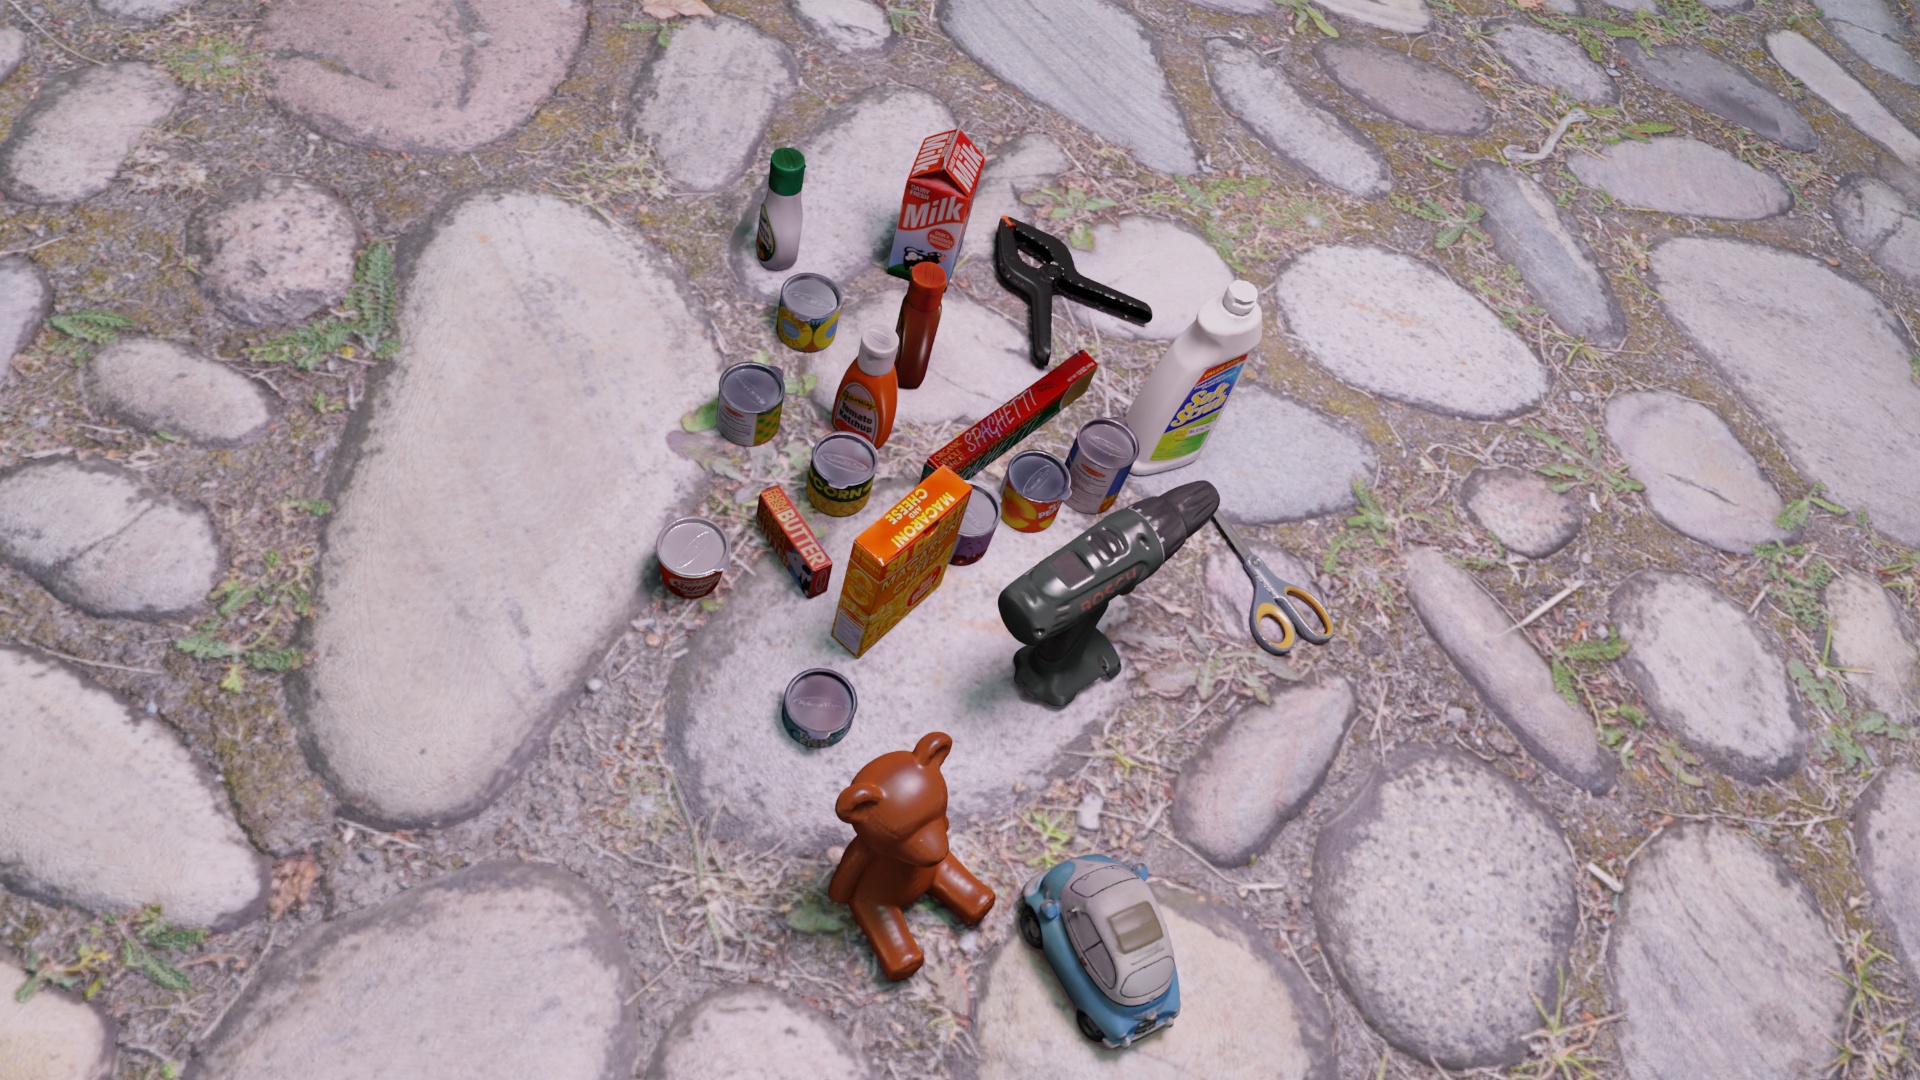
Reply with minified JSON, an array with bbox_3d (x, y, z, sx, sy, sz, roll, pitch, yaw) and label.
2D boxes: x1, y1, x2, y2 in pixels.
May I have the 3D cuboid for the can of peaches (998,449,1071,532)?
[{"bbox_3d":[0.075,-0.049,1.422,0.071,0.057,0.071,6,55,-9],"label":"can of peaches"}]

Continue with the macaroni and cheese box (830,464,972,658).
[{"bbox_3d":[-0.055,0.022,1.277,0.040,0.165,0.124,40,57,14],"label":"macaroni and cheese box"}]

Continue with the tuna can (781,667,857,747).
[{"bbox_3d":[-0.128,0.153,1.251,0.071,0.032,0.071,6,55,-9],"label":"tuna can"}]

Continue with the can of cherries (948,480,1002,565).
[{"bbox_3d":[0.005,-0.017,1.383,0.071,0.058,0.072,6,56,-9],"label":"can of cherries"}]

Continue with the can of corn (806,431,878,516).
[{"bbox_3d":[-0.119,-0.064,1.385,0.071,0.058,0.071,6,56,-9],"label":"can of corn"}]

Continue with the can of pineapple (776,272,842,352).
[{"bbox_3d":[-0.165,-0.244,1.496,0.071,0.057,0.071,6,55,-9],"label":"can of pineapple"}]

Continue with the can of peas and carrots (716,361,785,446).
[{"bbox_3d":[-0.212,-0.140,1.414,0.071,0.058,0.071,6,56,-9],"label":"can of peas and carrots"}]

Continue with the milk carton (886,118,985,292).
[{"bbox_3d":[-0.025,-0.372,1.535,0.073,0.189,0.073,18,55,-1],"label":"milk carton"}]

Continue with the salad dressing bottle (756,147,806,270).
[{"bbox_3d":[-0.194,-0.361,1.513,0.044,0.146,0.064,-12,60,-21],"label":"salad dressing bottle"}]

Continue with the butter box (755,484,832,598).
[{"bbox_3d":[-0.161,0.001,1.334,0.024,0.052,0.104,-25,65,-27],"label":"butter box"}]

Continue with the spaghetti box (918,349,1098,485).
[{"bbox_3d":[0.053,-0.123,1.472,0.029,0.050,0.251,43,58,16],"label":"spaghetti box"}]

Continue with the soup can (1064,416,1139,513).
[{"bbox_3d":[0.143,-0.079,1.443,0.071,0.083,0.072,6,56,-9],"label":"soup can"}]

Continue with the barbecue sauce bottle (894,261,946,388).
[{"bbox_3d":[-0.045,-0.228,1.459,0.044,0.147,0.065,6,56,-10],"label":"barbecue sauce bottle"}]

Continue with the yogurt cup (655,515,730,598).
[{"bbox_3d":[-0.251,0.018,1.300,0.072,0.053,0.073,6,55,-9],"label":"yogurt cup"}]

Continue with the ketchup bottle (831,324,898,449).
[{"bbox_3d":[-0.091,-0.156,1.399,0.065,0.148,0.044,31,55,8],"label":"ketchup bottle"}]
